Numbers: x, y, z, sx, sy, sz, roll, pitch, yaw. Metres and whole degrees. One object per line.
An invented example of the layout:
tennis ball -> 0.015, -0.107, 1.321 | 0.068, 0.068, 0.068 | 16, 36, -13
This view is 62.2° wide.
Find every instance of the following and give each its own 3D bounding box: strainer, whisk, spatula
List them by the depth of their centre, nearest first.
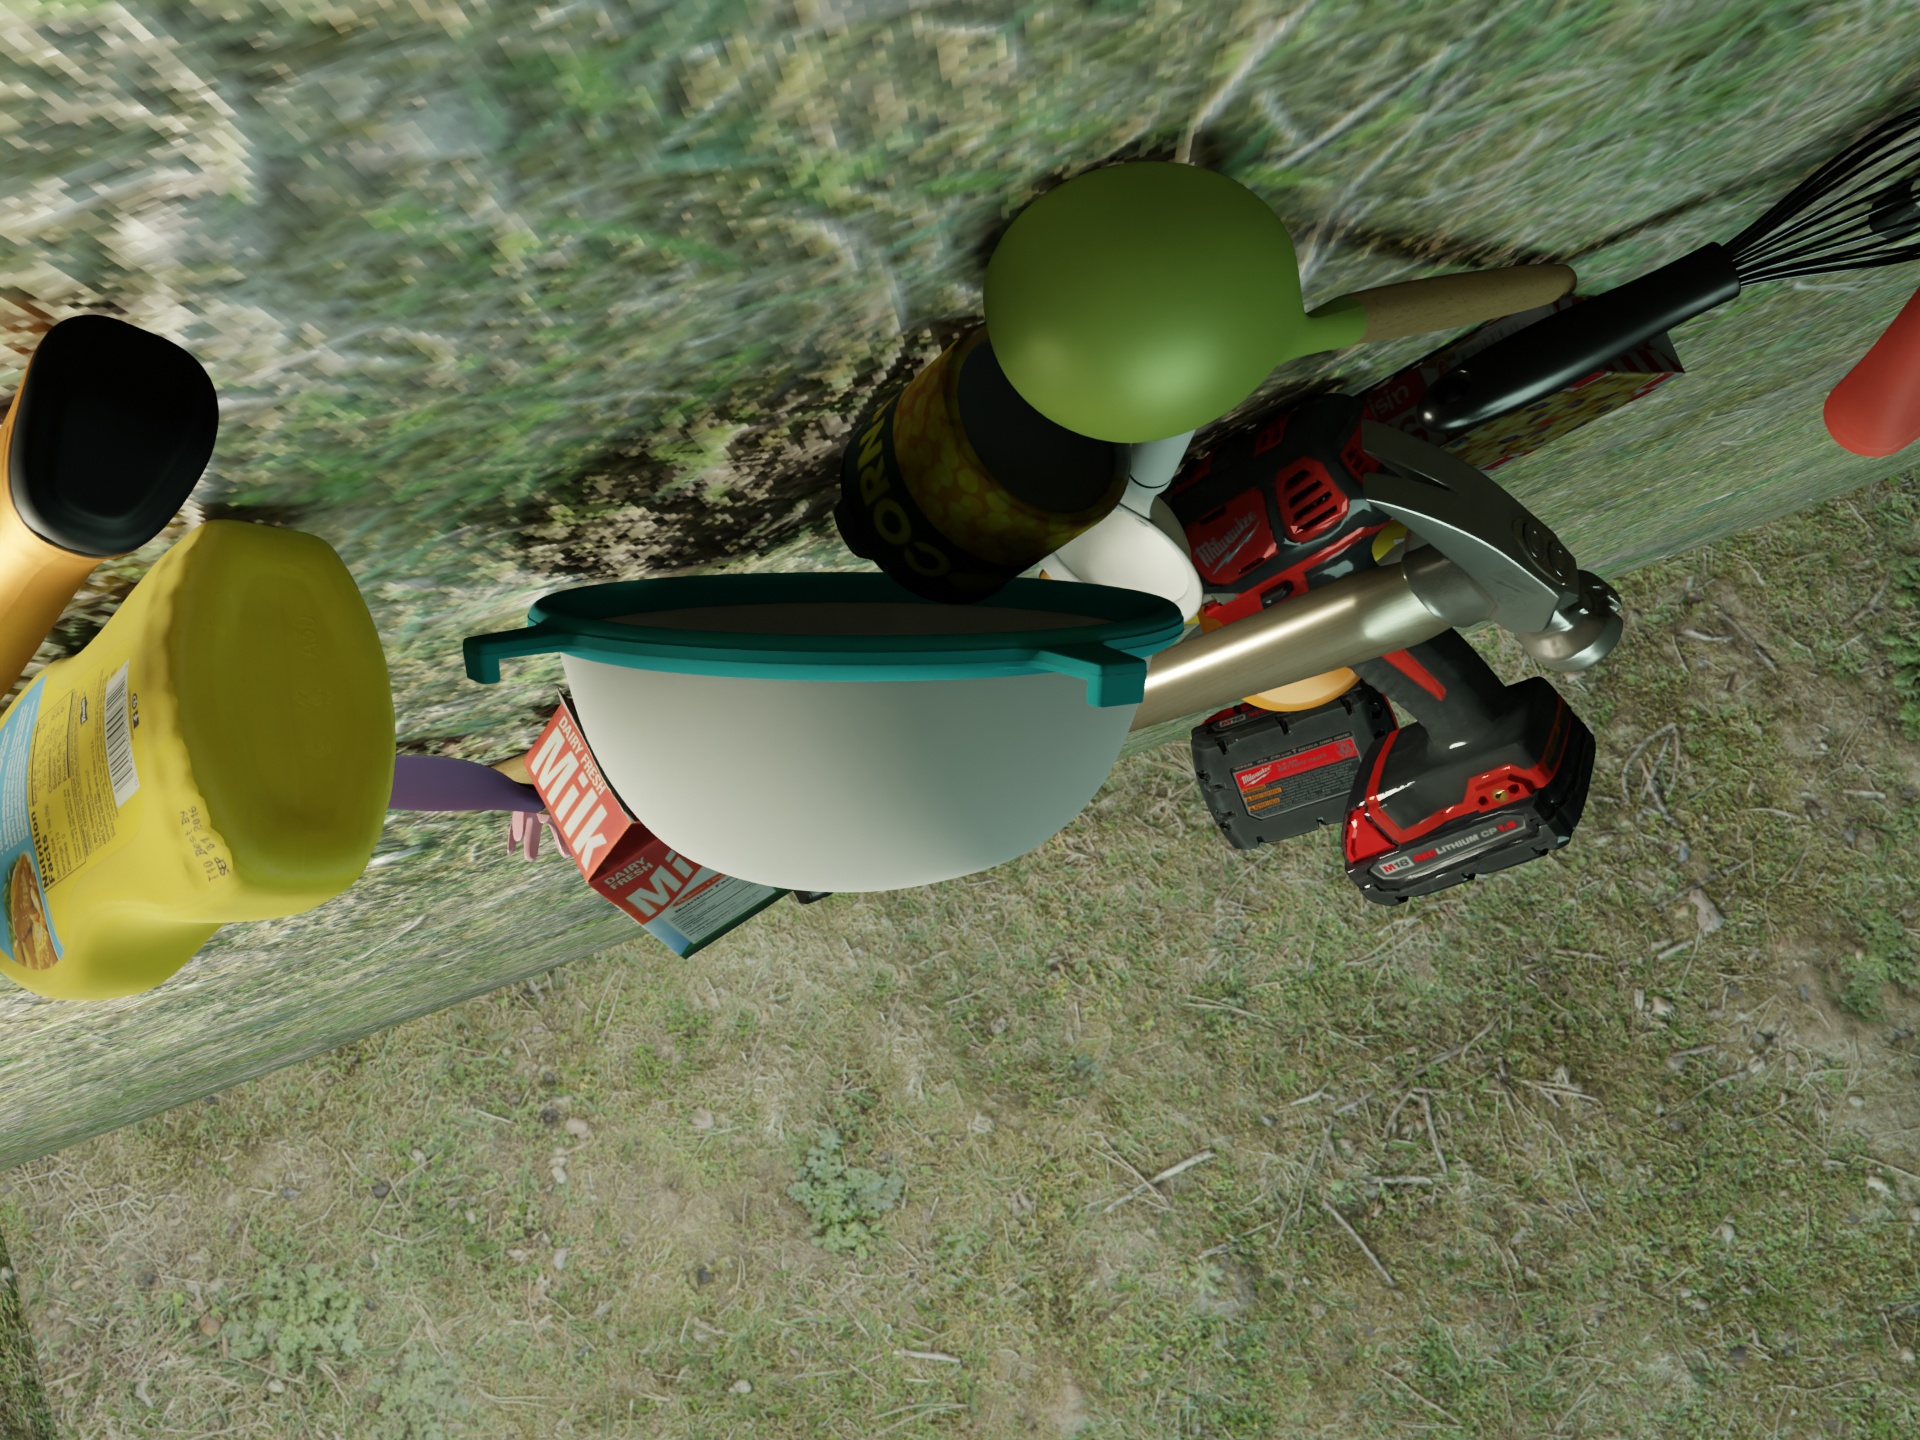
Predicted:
strainer -> -0.023, -0.005, 0.590 | 0.211, 0.095, 0.340 | 2, -171, 9
whisk -> 0.284, -0.164, 0.592 | 0.239, 0.055, 0.055 | -25, 172, 12
strainer -> 0.073, -0.094, 0.608 | 0.050, 0.087, 0.258 | -58, 176, -15
spatula -> -0.196, 0.041, 0.815 | 0.060, 0.018, 0.315 | -26, 160, 27

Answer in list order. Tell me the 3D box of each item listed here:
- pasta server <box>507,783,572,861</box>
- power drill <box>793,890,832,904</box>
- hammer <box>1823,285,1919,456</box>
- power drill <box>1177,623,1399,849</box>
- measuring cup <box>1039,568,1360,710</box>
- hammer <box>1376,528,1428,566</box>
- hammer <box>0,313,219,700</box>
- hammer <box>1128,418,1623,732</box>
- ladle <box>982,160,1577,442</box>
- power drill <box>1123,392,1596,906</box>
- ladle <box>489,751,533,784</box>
pasta server -> -0.109, 0.001, 0.868 | 0.316, 0.040, 0.060 | -22, 160, 10
power drill -> -0.021, 0.039, 1.079 | 0.223, 0.080, 0.171 | -21, -160, 13
hammer -> 0.333, -0.172, 0.481 | 0.149, 0.037, 0.358 | -21, 161, 2
power drill -> 0.198, -0.017, 0.999 | 0.143, 0.078, 0.220 | -19, -155, 15
measuring cup -> 0.126, -0.051, 0.799 | 0.173, 0.052, 0.095 | 6, 129, -10
hammer -> 0.098, -0.021, 0.931 | 0.405, 0.035, 0.144 | -24, 177, 15
hammer -> -0.260, 0.016, 0.374 | 0.034, 0.127, 0.337 | 25, 133, -38
hammer -> 0.058, -0.011, 0.693 | 0.146, 0.038, 0.410 | 26, 148, -36
ladle -> 0.123, -0.135, 0.490 | 0.320, 0.062, 0.078 | -23, 169, -47
power drill -> 0.160, -0.023, 0.734 | 0.188, 0.226, 0.080 | -29, -161, 42
ladle -> -0.113, -0.012, 0.806 | 0.315, 0.031, 0.069 | -19, 171, 4
